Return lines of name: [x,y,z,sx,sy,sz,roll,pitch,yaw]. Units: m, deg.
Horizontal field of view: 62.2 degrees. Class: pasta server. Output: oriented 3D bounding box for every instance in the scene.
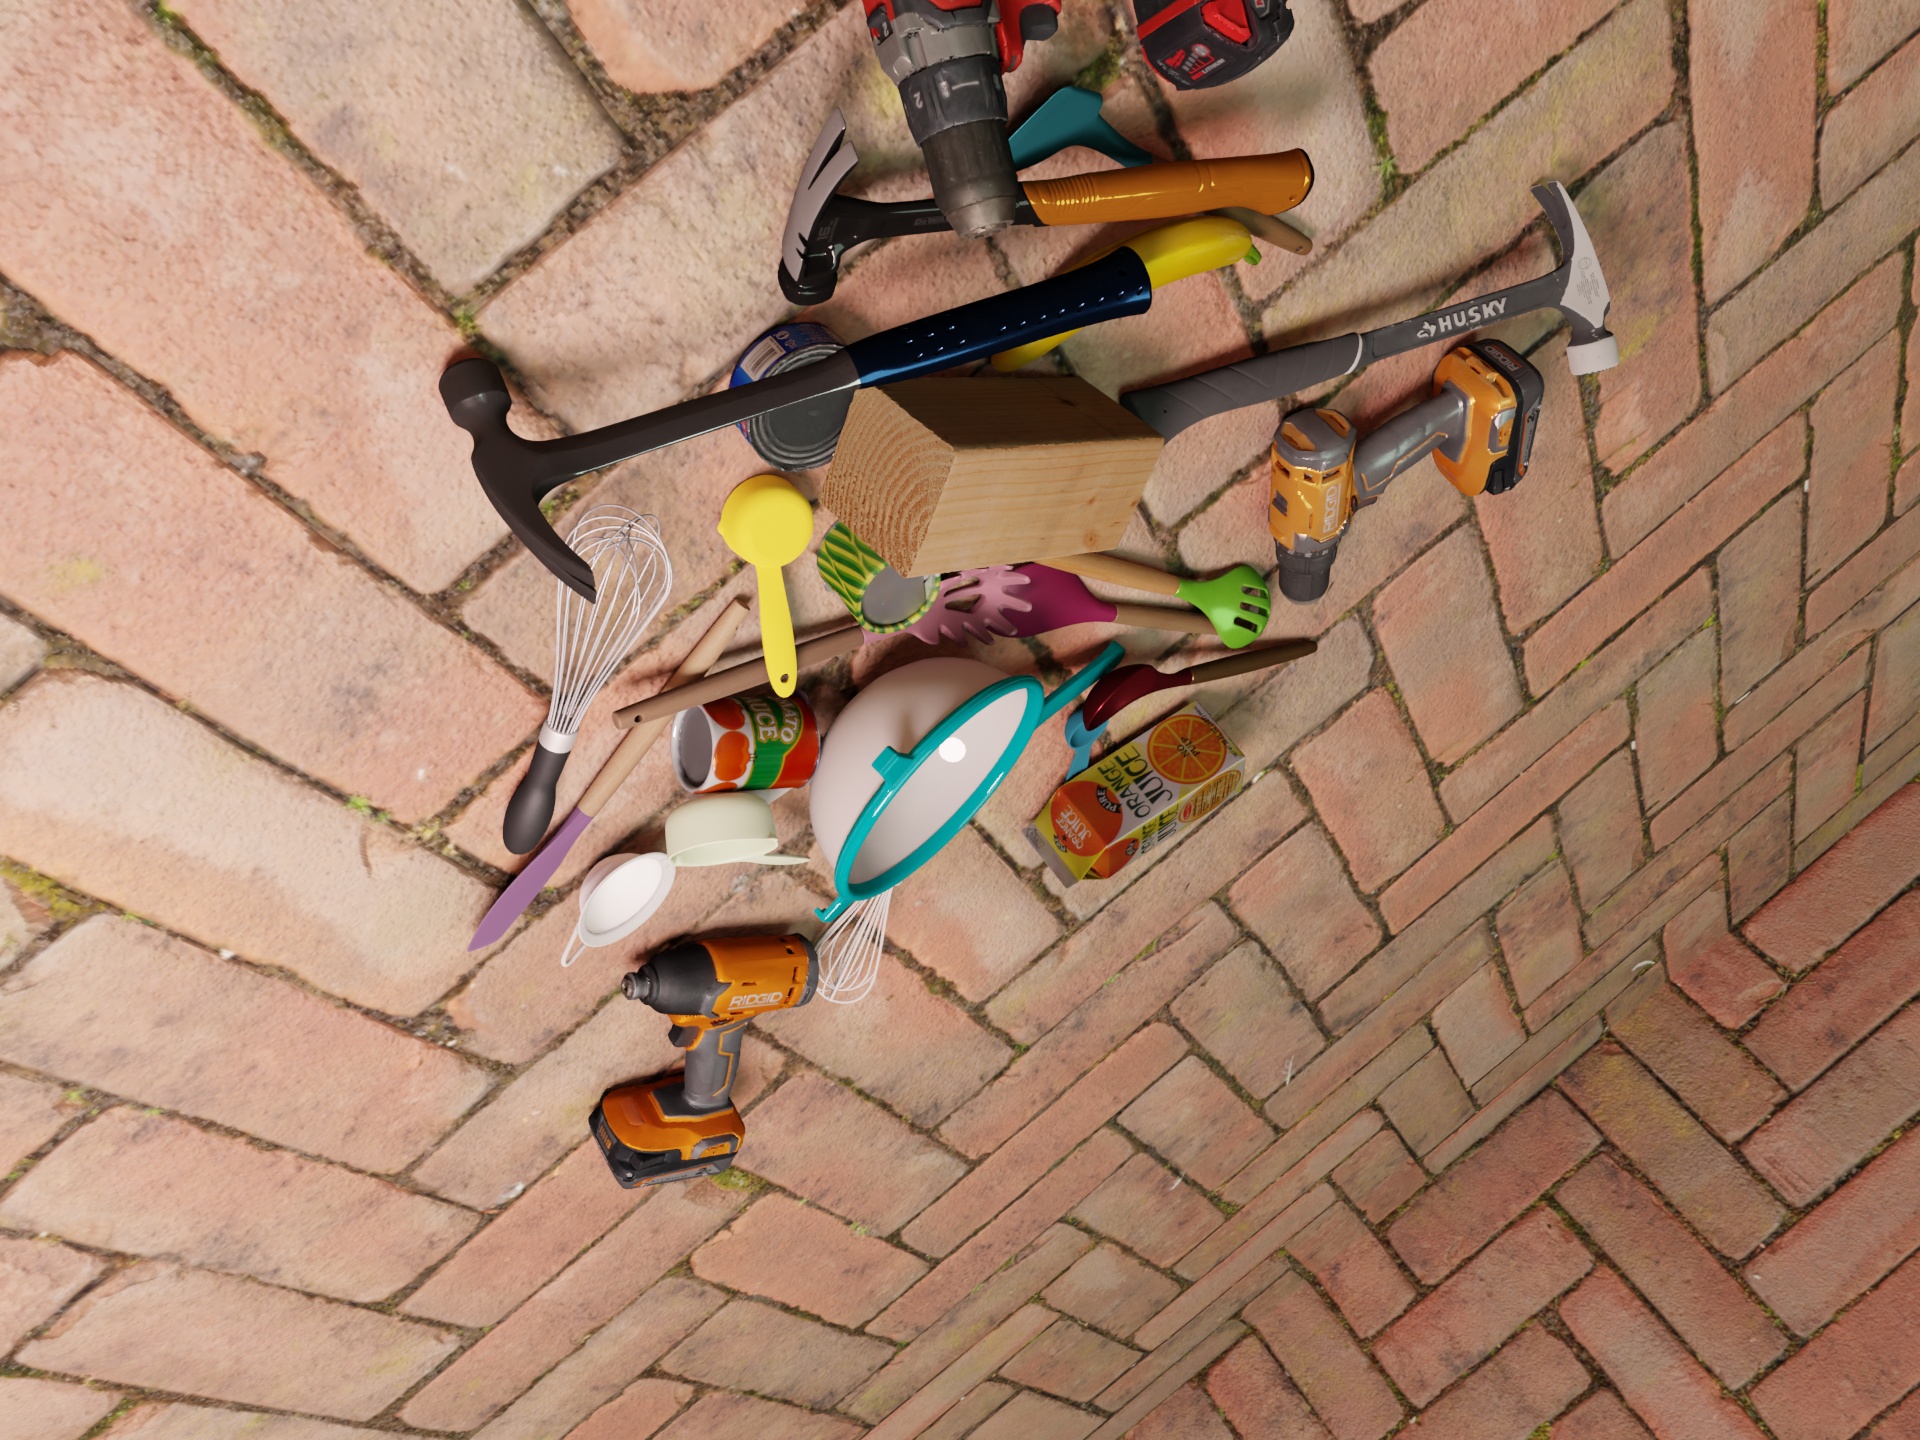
pasta server: [-0.089,-0.048,1.095,0.316,0.040,0.060,-21,123,-28]

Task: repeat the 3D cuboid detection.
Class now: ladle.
ladle: [0.209,-0.041,1.350,0.315,0.031,0.069,-13,148,-42]

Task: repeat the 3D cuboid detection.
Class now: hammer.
hammer: [0.064,-0.306,0.917,0.337,0.034,0.127,-13,162,-22]
hammer: [0.304,-0.281,1.172,0.409,0.036,0.149,-19,103,-15]
hammer: [-0.069,-0.189,0.891,0.405,0.144,0.035,-22,164,-19]

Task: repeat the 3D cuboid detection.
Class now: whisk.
whisk: [-0.244,-0.015,1.004,0.070,0.070,0.284,-2,134,-38]
whisk: [-0.062,0.136,1.315,0.246,0.059,0.058,-63,175,22]

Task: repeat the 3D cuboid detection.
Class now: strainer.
strainer: [-0.192,0.085,1.160,0.258,0.050,0.086,-35,153,-15]
strainer: [-0.002,-0.004,1.202,0.340,0.095,0.210,-36,159,-40]

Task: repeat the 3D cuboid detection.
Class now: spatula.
spatula: [-0.242,0.042,1.086,0.316,0.018,0.060,-51,171,12]
spatula: [0.134,-0.333,1.003,0.317,0.044,0.082,5,149,-45]

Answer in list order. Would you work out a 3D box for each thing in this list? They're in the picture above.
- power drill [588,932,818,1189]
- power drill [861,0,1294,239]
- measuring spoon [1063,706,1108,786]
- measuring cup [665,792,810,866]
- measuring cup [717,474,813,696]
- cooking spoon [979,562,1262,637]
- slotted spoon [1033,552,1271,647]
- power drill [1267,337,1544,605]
power drill: [-0.224,0.271,1.292,0.164,0.084,0.226,3,122,-40]
power drill: [0.059,-0.358,0.824,0.226,0.080,0.188,-19,99,-25]
measuring spoon: [0.097,0.029,1.367,0.042,0.021,0.128,-24,149,-25]
measuring cup: [-0.150,0.081,1.137,0.083,0.038,0.167,-15,167,18]
measuring cup: [-0.117,-0.081,1.028,0.062,0.029,0.156,-18,121,-25]
cooking spoon: [0.139,-0.084,1.280,0.318,0.017,0.068,3,124,-41]
slotted spoon: [0.150,-0.108,1.253,0.313,0.031,0.070,9,93,-41]
power drill: [0.351,-0.196,1.297,0.226,0.084,0.185,-24,141,-12]
